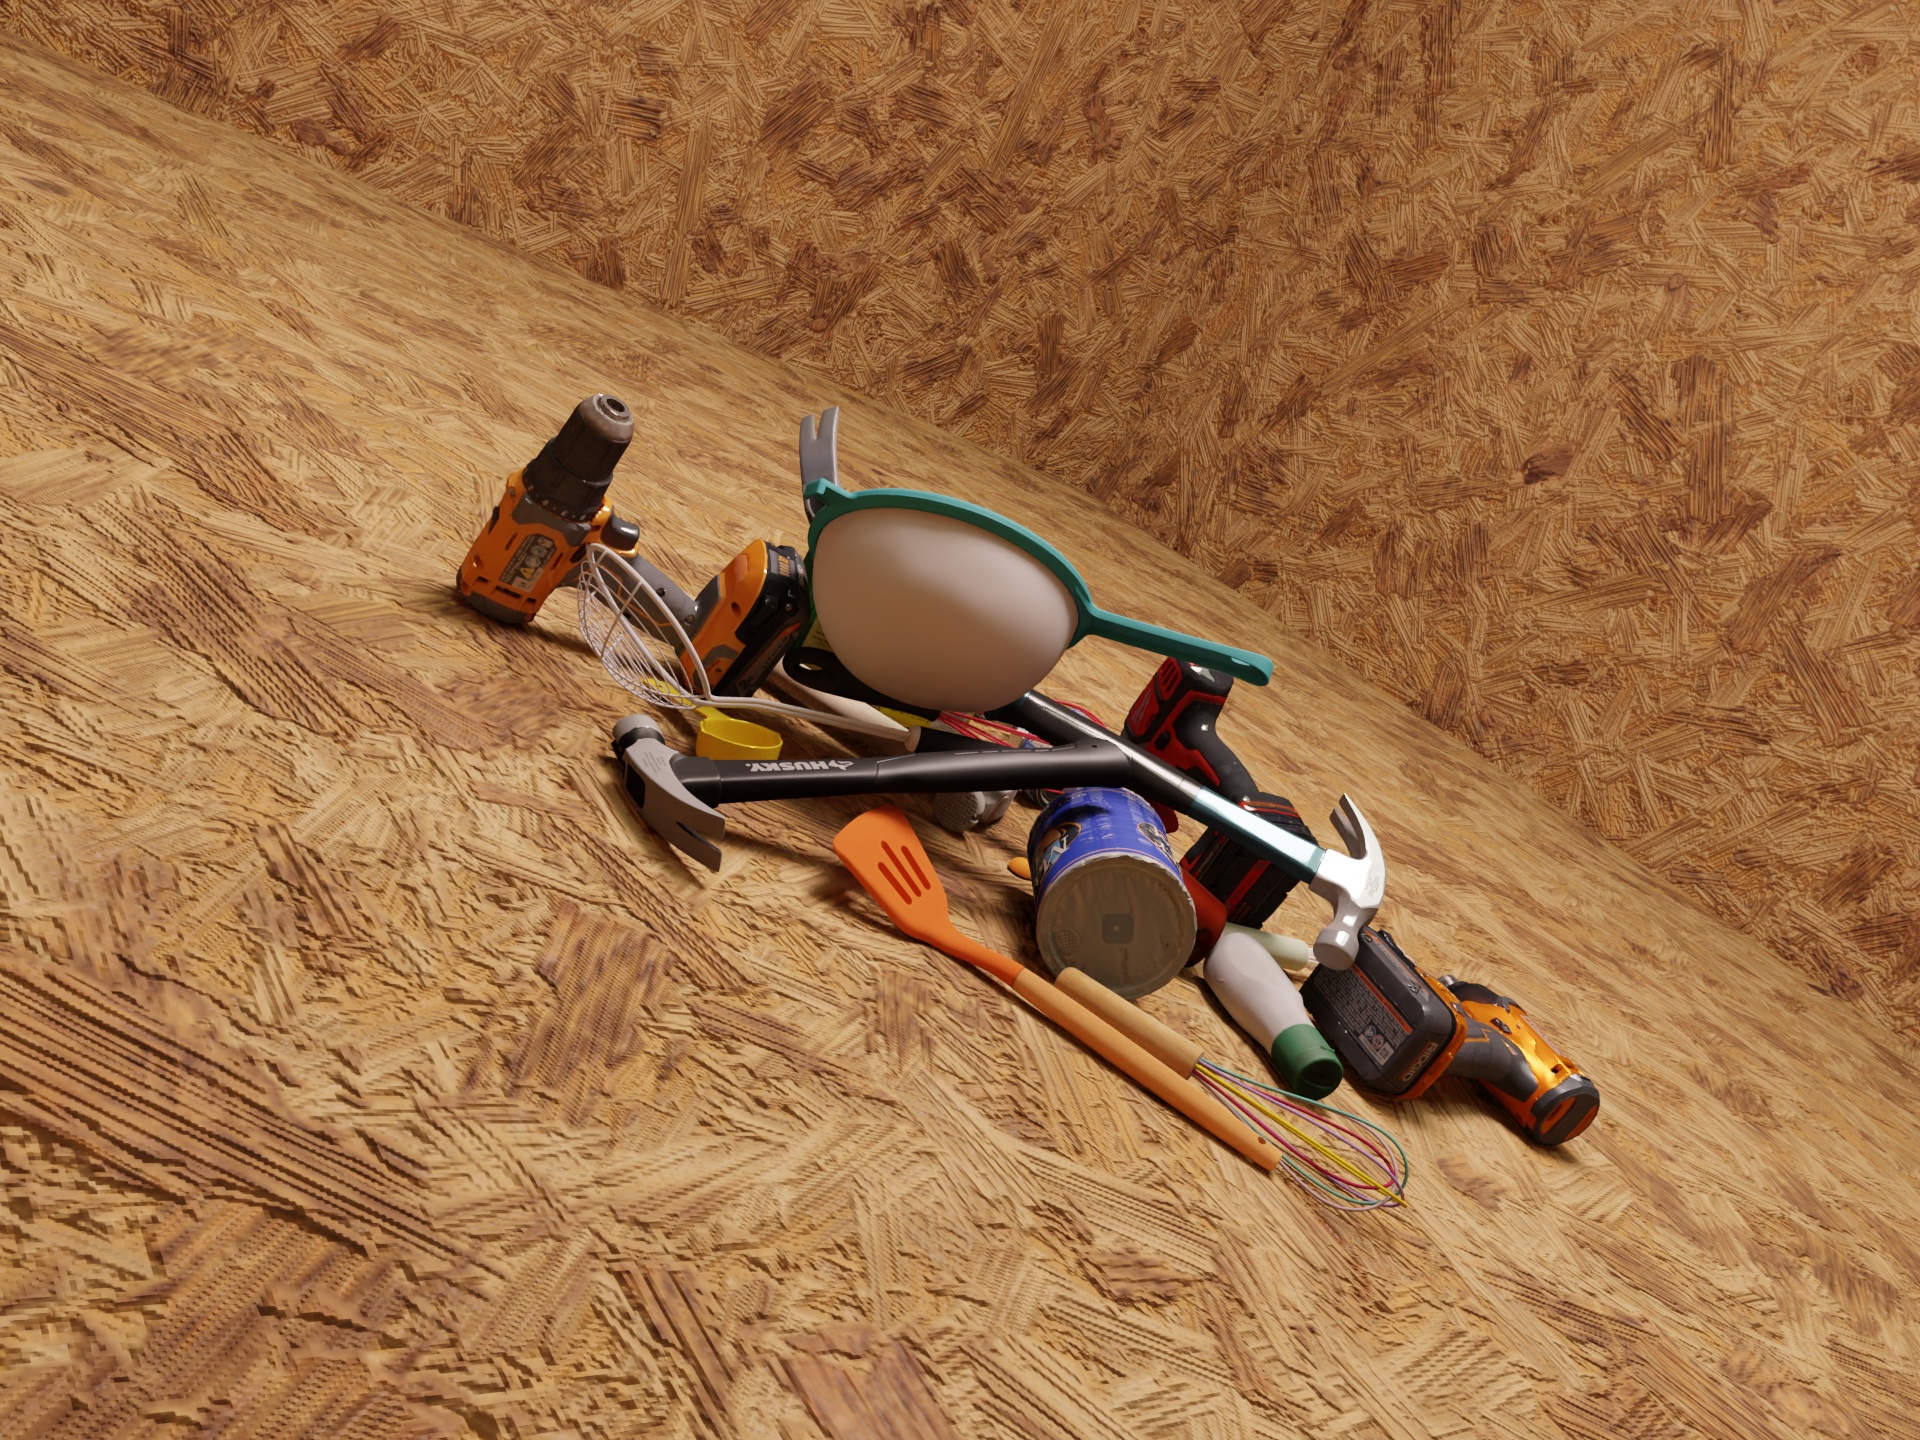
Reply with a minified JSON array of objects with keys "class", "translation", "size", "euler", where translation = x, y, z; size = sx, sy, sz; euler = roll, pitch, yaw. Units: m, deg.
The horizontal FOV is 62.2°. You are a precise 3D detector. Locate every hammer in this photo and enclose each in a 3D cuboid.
[{"class":"hammer","translation":[-0.041,0.037,1.007],"size":[0.334,0.035,0.146],"euler":[-1,26,-25]},{"class":"hammer","translation":[-0.038,-0.120,1.372],"size":[0.386,0.038,0.143],"euler":[42,37,-61]},{"class":"hammer","translation":[0.161,0.053,1.178],"size":[0.331,0.033,0.128],"euler":[29,53,11]},{"class":"hammer","translation":[-0.136,-0.037,1.290],"size":[0.411,0.038,0.146],"euler":[32,14,13]}]

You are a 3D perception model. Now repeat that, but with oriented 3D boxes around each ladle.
[{"class":"ladle","translation":[0.144,0.037,1.559],"size":[0.069,0.031,0.316],"euler":[61,-1,-23]}]

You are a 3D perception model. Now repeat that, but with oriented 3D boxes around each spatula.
[{"class":"spatula","translation":[0.058,0.163,0.960],"size":[0.323,0.041,0.081],"euler":[34,28,15]}]

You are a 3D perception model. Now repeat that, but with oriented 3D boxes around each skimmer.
[{"class":"skimmer","translation":[-0.085,-0.030,1.084],"size":[0.363,0.090,0.127],"euler":[14,-15,-13]}]

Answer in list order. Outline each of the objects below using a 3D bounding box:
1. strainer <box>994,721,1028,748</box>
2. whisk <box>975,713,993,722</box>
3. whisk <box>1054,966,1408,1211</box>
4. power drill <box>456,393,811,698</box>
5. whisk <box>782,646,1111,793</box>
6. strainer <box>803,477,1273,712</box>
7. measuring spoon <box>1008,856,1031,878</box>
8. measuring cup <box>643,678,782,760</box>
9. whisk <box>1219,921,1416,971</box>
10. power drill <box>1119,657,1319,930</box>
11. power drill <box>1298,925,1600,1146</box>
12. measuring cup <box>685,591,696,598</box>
[{"class":"strainer","translation":[0.043,0.002,1.366],"size":[0.258,0.050,0.087],"euler":[40,42,-62]},{"class":"whisk","translation":[0.064,-0.009,1.498],"size":[0.055,0.055,0.238],"euler":[37,5,28]},{"class":"whisk","translation":[0.161,0.219,0.961],"size":[0.245,0.051,0.047],"euler":[31,20,21]},{"class":"power drill","translation":[-0.216,-0.119,1.129],"size":[0.226,0.185,0.084],"euler":[24,33,-28]},{"class":"whisk","translation":[-0.002,-0.004,1.239],"size":[0.295,0.073,0.073],"euler":[18,18,-23]},{"class":"strainer","translation":[0.041,-0.047,1.104],"size":[0.340,0.095,0.210],"euler":[16,-23,9]},{"class":"measuring spoon","translation":[0.088,0.127,1.193],"size":[0.116,0.011,0.021],"euler":[24,15,-16]},{"class":"measuring cup","translation":[-0.181,0.005,1.103],"size":[0.062,0.029,0.157],"euler":[3,16,-42]},{"class":"whisk","translation":[0.277,0.190,1.276],"size":[0.246,0.058,0.059],"euler":[17,-16,-29]},{"class":"power drill","translation":[0.187,0.071,1.319],"size":[0.080,0.187,0.227],"euler":[9,40,-28]},{"class":"power drill","translation":[0.365,0.231,1.209],"size":[0.226,0.084,0.164],"euler":[23,19,-33]},{"class":"measuring cup","translation":[-0.203,-0.118,1.400],"size":[0.173,0.052,0.095],"euler":[22,16,-32]}]
